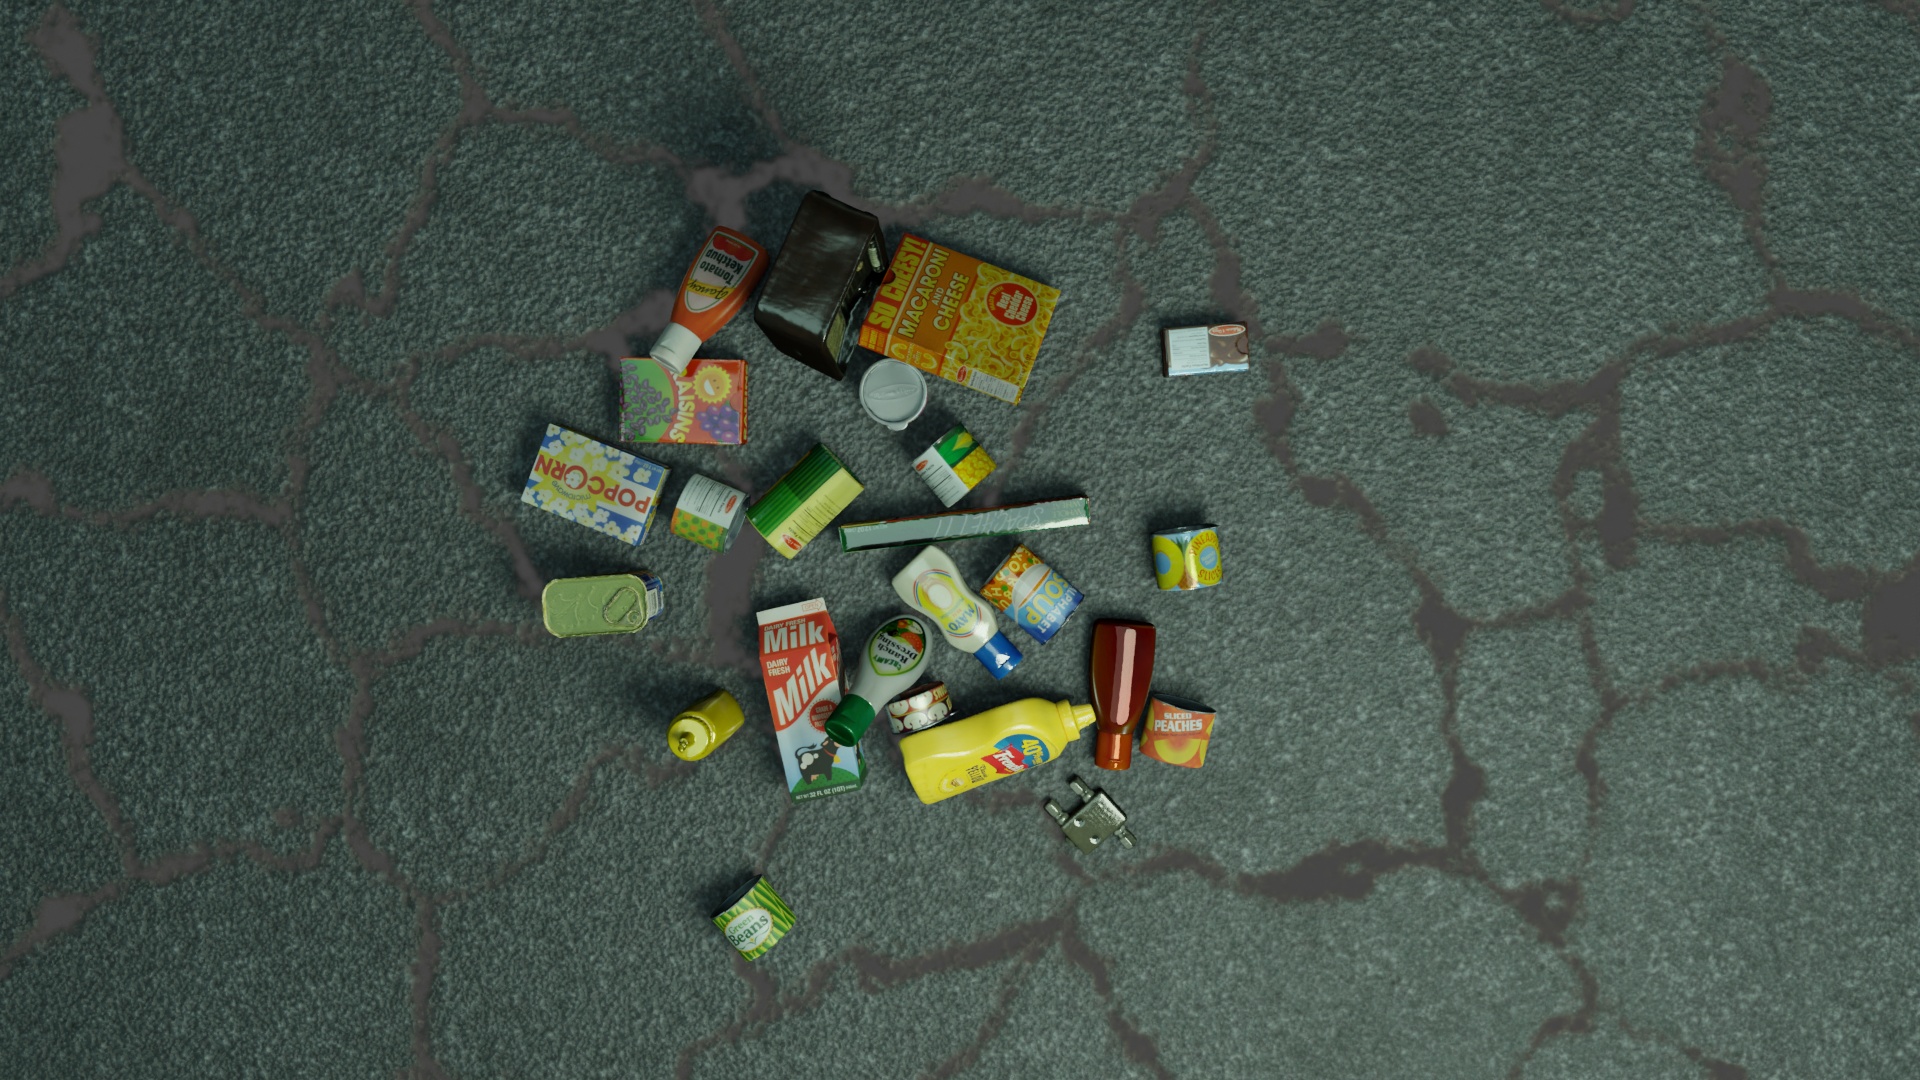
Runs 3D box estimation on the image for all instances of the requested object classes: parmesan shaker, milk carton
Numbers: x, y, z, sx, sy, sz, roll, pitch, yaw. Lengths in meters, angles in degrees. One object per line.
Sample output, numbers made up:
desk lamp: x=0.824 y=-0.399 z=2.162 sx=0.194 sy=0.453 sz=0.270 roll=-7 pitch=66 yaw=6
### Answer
parmesan shaker: x=-0.153 y=-0.039 z=1.380 sx=0.103 sy=0.071 sz=0.071 roll=-44 pitch=92 yaw=2
milk carton: x=-0.149 y=0.156 z=1.384 sx=0.072 sy=0.073 sz=0.190 roll=-13 pitch=92 yaw=2

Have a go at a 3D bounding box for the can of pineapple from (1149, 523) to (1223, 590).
can of pineapple: x=0.225 y=0.016 z=1.373 sx=0.071 sy=0.071 sz=0.058 roll=-8 pitch=94 yaw=1

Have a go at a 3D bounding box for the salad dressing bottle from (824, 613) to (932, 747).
salad dressing bottle: x=-0.080 y=0.136 z=1.354 sx=0.064 sy=0.043 sz=0.148 roll=28 pitch=51 yaw=8

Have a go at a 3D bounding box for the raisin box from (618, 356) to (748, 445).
raisin box: x=-0.276 y=-0.139 z=1.387 sx=0.123 sy=0.040 sz=0.086 roll=2 pitch=92 yaw=0

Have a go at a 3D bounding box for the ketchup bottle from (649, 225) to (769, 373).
ketchup bottle: x=-0.250 y=-0.233 z=1.361 sx=0.065 sy=0.043 sz=0.149 roll=28 pitch=77 yaw=8

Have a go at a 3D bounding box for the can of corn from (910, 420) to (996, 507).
can of corn: x=-0.005 y=-0.076 z=1.375 sx=0.071 sy=0.071 sz=0.058 roll=-40 pitch=93 yaw=3

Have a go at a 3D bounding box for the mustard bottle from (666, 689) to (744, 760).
mustard bottle: x=-0.252 y=0.182 z=1.343 sx=0.065 sy=0.160 sz=0.049 roll=-34 pitch=91 yaw=2

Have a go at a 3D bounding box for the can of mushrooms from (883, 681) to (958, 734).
can of mushrooms: x=-0.040 y=0.166 z=1.386 sx=0.071 sy=0.071 sz=0.033 roll=-19 pitch=92 yaw=2

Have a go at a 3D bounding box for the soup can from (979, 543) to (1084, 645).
soup can: x=0.071 y=0.053 z=1.376 sx=0.084 sy=0.071 sz=0.071 roll=40 pitch=93 yaw=-1

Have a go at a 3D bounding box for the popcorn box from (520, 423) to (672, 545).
popcorn box: x=-0.364 y=-0.056 z=1.393 sx=0.127 sy=0.038 sz=0.085 roll=22 pitch=94 yaw=0

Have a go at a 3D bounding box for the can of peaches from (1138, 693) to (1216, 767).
can of peaches: x=0.215 y=0.189 z=1.382 sx=0.071 sy=0.071 sz=0.058 roll=14 pitch=95 yaw=0

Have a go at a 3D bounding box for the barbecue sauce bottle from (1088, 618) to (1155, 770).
barbecue sauce bottle: x=0.159 y=0.154 z=1.395 sx=0.065 sy=0.044 sz=0.148 roll=5 pitch=94 yaw=1

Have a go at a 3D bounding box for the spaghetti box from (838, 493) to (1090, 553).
spaghetti box: x=0.005 y=-0.017 z=1.384 sx=0.250 sy=0.050 sz=0.028 roll=-7 pitch=95 yaw=1

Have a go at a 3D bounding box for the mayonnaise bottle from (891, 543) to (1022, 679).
mayonnaise bottle: x=0.000 y=0.074 z=1.393 sx=0.065 sy=0.041 sz=0.148 roll=-43 pitch=91 yaw=3

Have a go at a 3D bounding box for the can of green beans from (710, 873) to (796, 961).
can of green beans: x=-0.208 y=0.380 z=1.400 sx=0.071 sy=0.071 sz=0.058 roll=-38 pitch=92 yaw=3

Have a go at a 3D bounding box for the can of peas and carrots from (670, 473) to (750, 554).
can of peas and carrots: x=-0.249 y=-0.025 z=1.381 sx=0.059 sy=0.071 sz=0.071 roll=22 pitch=93 yaw=0

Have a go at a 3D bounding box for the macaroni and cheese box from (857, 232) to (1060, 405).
macaroni and cheese box: x=0.000 y=-0.218 z=1.352 sx=0.166 sy=0.040 sz=0.124 roll=21 pitch=62 yaw=-1

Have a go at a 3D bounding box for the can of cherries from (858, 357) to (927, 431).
can of cherries: x=-0.066 y=-0.143 z=1.375 sx=0.071 sy=0.058 sz=0.071 roll=0 pitch=93 yaw=0

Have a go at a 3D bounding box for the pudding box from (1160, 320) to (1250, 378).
pudding box: x=0.243 y=-0.189 z=1.382 sx=0.084 sy=0.030 sz=0.049 roll=-5 pitch=92 yaw=1
